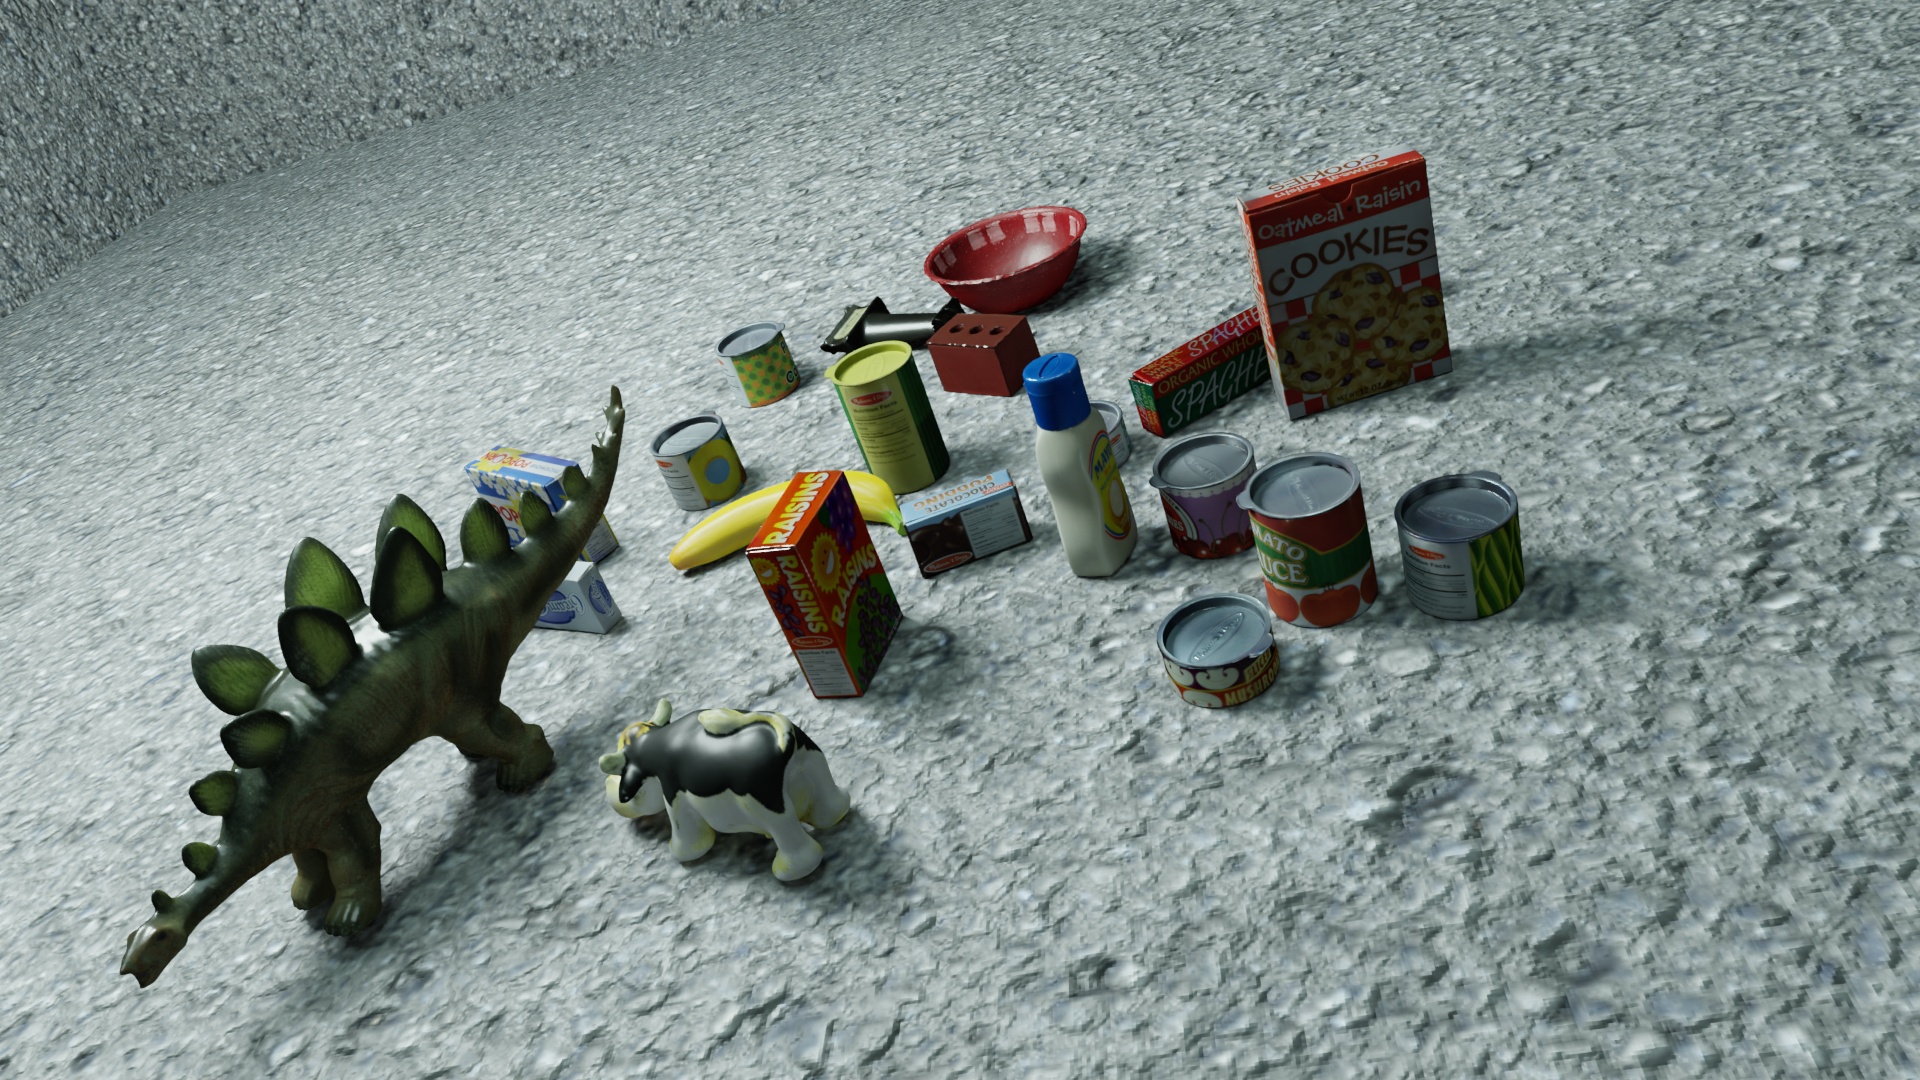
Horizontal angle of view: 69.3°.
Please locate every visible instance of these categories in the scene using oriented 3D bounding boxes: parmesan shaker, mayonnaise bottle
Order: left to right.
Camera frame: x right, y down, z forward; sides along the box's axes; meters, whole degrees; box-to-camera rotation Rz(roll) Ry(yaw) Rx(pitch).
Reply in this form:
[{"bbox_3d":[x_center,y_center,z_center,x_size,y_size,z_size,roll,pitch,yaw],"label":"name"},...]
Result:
[{"bbox_3d":[-0.056,-0.095,1.090,0.071,0.102,0.072,-14,32,9],"label":"parmesan shaker"},{"bbox_3d":[0.077,-0.050,0.907,0.041,0.147,0.065,0,37,29],"label":"mayonnaise bottle"}]

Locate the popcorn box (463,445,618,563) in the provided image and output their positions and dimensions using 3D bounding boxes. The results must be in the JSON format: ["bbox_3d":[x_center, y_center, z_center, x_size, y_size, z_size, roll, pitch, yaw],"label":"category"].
[{"bbox_3d":[-0.352,-0.029,1.168,0.127,0.085,0.038,12,44,40],"label":"popcorn box"}]

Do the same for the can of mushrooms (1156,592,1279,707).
[{"bbox_3d":[0.151,0.064,0.802,0.071,0.033,0.071,-14,32,9],"label":"can of mushrooms"}]

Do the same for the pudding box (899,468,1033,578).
[{"bbox_3d":[0.004,-0.012,0.982,0.084,0.049,0.030,-20,32,0],"label":"pudding box"}]

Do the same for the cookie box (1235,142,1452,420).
[{"bbox_3d":[0.272,-0.179,0.978,0.123,0.166,0.040,-17,32,5],"label":"cookie box"}]

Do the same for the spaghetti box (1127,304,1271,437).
[{"bbox_3d":[0.242,-0.158,1.074,0.251,0.050,0.029,-30,33,-16],"label":"spaghetti box"}]

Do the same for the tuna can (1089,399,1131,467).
[{"bbox_3d":[0.092,-0.076,1.046,0.071,0.032,0.071,-14,32,9],"label":"tuna can"}]

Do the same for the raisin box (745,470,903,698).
[{"bbox_3d":[-0.086,0.028,0.900,0.040,0.123,0.086,-4,35,24],"label":"raisin box"}]

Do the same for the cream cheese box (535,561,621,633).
[{"bbox_3d":[-0.313,0.042,1.069,0.104,0.053,0.024,2,38,31],"label":"cream cheese box"}]

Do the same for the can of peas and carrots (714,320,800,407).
[{"bbox_3d":[-0.189,-0.168,1.314,0.071,0.058,0.071,-14,32,9],"label":"can of peas and carrots"}]

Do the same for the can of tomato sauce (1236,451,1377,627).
[{"bbox_3d":[0.206,0.001,0.821,0.071,0.082,0.071,-14,32,9],"label":"can of tomato sauce"}]

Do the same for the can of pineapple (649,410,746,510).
[{"bbox_3d":[-0.221,-0.068,1.181,0.071,0.057,0.071,-14,32,9],"label":"can of pineapple"}]

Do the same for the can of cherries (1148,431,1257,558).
[{"bbox_3d":[0.162,-0.029,0.913,0.071,0.058,0.072,-14,32,9],"label":"can of cherries"}]

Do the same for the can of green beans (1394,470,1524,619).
[{"bbox_3d":[0.287,0.004,0.796,0.071,0.057,0.071,-14,32,9],"label":"can of green beans"}]
